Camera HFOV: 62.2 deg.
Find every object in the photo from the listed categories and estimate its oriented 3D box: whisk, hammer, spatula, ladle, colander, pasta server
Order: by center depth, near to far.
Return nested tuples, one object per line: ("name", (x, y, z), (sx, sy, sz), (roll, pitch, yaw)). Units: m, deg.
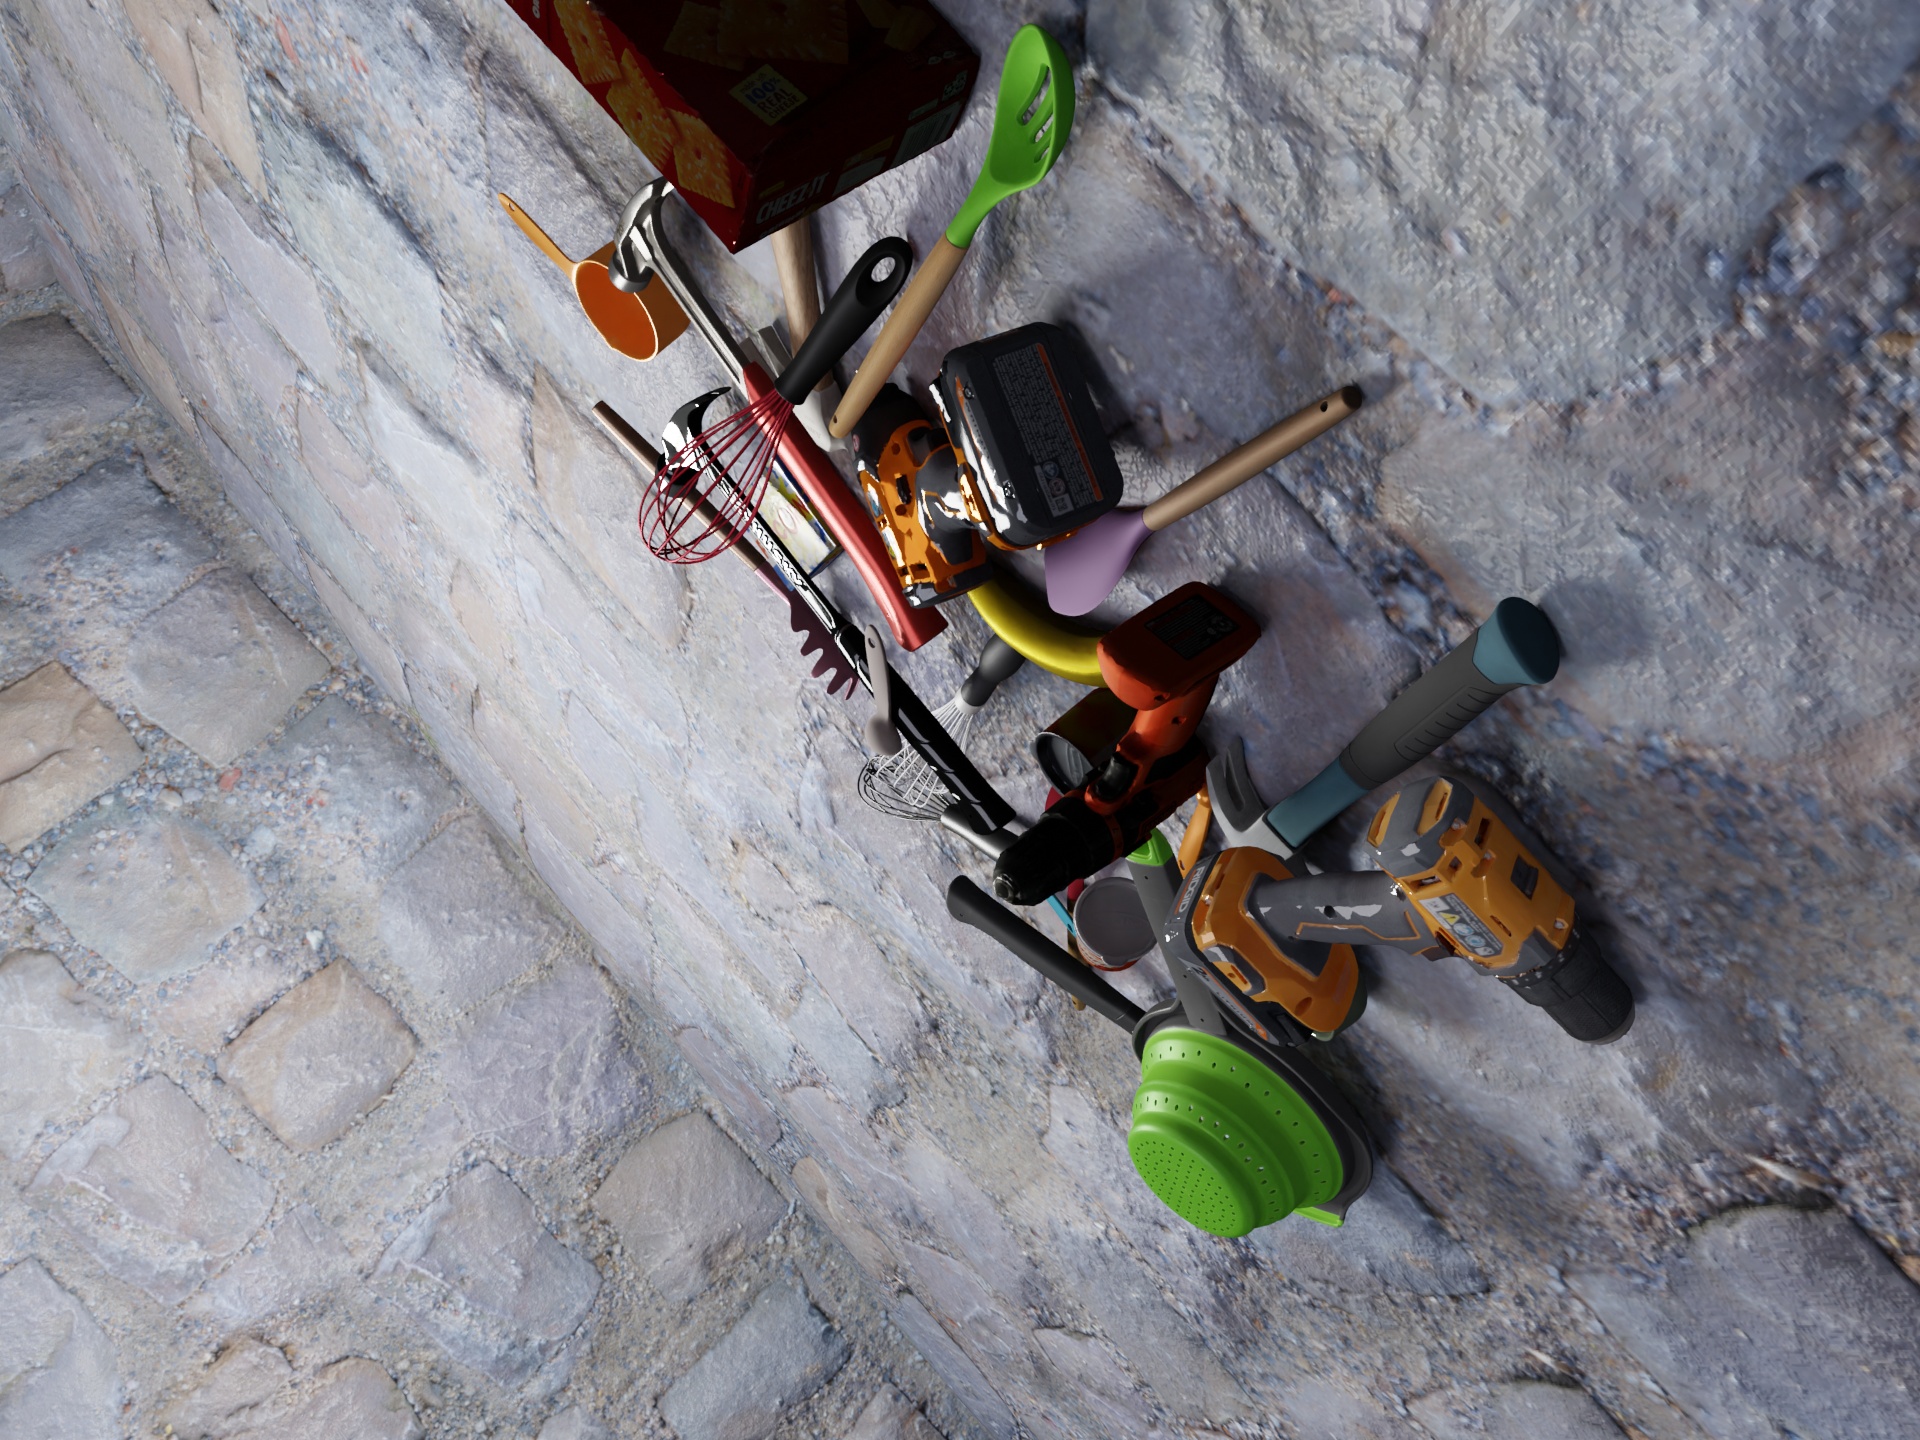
("hammer", (0.233, 0.023, 0.899), (0.128, 0.033, 0.331), (47, 154, 8))
("spatula", (0.123, -0.121, 0.903), (0.316, 0.018, 0.060), (153, 114, -62))
("hammer", (-0.112, -0.318, 1.034), (0.130, 0.031, 0.331), (34, 149, 32))
("whisk", (-0.123, -0.201, 1.040), (0.073, 0.073, 0.295), (49, 122, 6))
("hammer", (-0.120, -0.205, 1.111), (0.359, 0.037, 0.149), (55, 156, -7))
("colander", (0.163, 0.246, 1.141), (0.205, 0.094, 0.396), (9, 132, 47))
("hammer", (-0.094, -0.079, 1.205), (0.409, 0.036, 0.149), (51, 153, 7))
("whisk", (-0.003, -0.004, 1.232), (0.070, 0.070, 0.284), (49, 150, 7))
("hammer", (0.124, 0.230, 1.303), (0.335, 0.035, 0.146), (34, 150, 20))
("ladle", (0.096, 0.156, 1.306), (0.069, 0.031, 0.315), (42, 155, 32))
("pasta server", (-0.191, -0.143, 1.321), (0.316, 0.060, 0.040), (45, 113, -8))
("whisk", (-0.009, 0.084, 1.348), (0.239, 0.055, 0.055), (27, 145, 45))

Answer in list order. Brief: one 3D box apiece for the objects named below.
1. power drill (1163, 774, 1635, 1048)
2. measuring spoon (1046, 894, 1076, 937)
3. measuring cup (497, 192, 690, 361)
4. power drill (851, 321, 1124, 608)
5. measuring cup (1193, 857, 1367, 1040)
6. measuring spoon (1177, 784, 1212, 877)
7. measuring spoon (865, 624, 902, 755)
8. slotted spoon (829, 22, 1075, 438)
("power drill", (0.251, 0.129, 0.911), (0.185, 0.084, 0.226), (43, 144, -16))
("measuring spoon", (0.063, 0.145, 1.306), (0.129, 0.021, 0.042), (49, 159, 52))
("measuring cup", (-0.276, -0.354, 1.217), (0.173, 0.052, 0.095), (44, 153, 3))
("power drill", (-0.002, -0.166, 0.983), (0.226, 0.084, 0.164), (-15, 98, 66))
("measuring cup", (0.218, 0.144, 1.089), (0.168, 0.038, 0.083), (53, 163, 40))
("measuring spoon", (0.161, 0.079, 1.105), (0.116, 0.011, 0.021), (96, 153, -54))
("measuring spoon", (-0.063, -0.019, 1.166), (0.034, 0.018, 0.124), (34, 145, 34))
("slotted spoon", (-0.012, -0.253, 0.886), (0.313, 0.031, 0.070), (-46, 55, 52))
